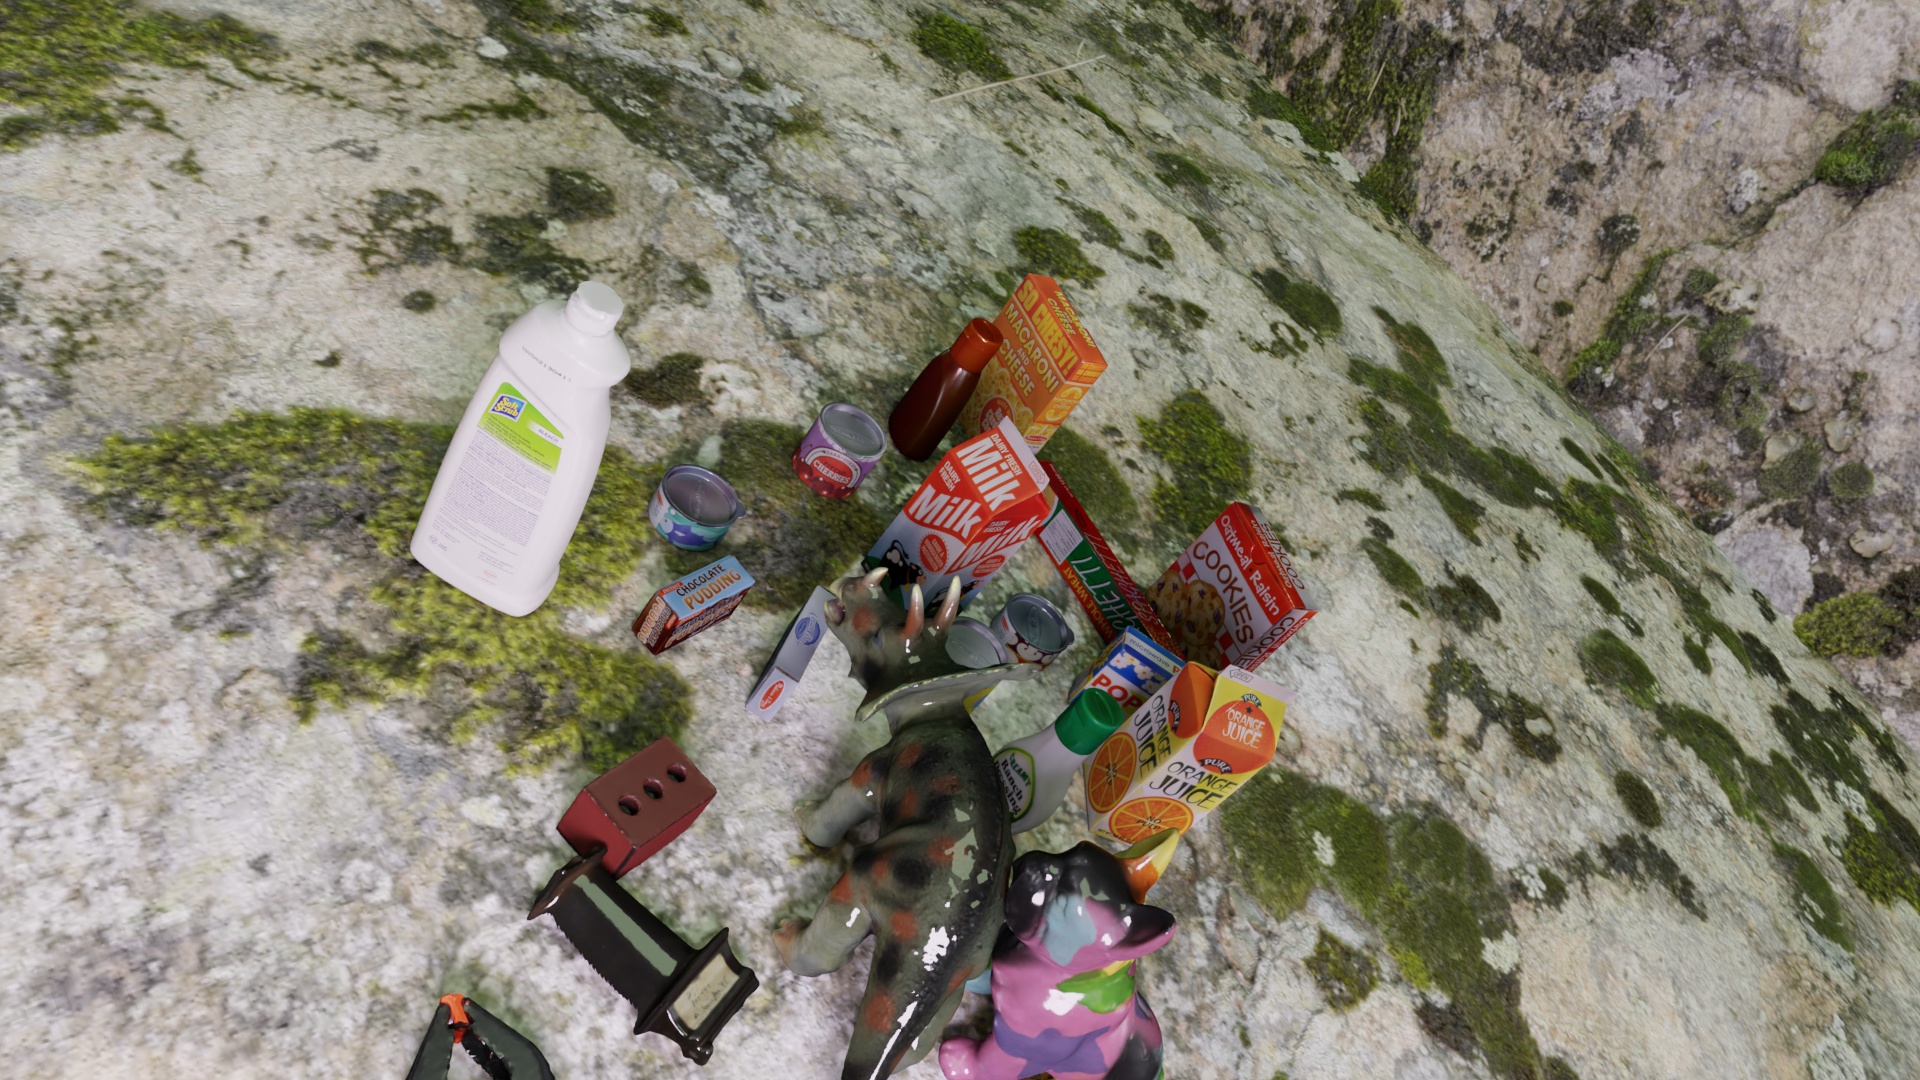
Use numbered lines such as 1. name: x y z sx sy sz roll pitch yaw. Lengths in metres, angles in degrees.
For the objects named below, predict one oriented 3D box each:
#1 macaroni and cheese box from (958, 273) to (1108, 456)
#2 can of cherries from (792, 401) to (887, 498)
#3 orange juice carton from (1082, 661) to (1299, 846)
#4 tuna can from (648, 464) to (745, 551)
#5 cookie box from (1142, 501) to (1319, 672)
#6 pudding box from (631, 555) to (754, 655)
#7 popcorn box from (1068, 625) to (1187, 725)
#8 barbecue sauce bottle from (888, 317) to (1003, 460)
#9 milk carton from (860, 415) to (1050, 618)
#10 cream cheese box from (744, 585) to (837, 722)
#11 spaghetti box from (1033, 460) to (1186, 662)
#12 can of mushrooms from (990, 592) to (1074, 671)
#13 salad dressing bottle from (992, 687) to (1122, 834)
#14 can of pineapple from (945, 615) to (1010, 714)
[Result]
1. macaroni and cheese box: 0.062 -0.161 1.377 0.040 0.165 0.124 2 50 -41
2. can of cherries: -0.108 -0.078 1.228 0.071 0.058 0.072 24 38 -20
3. orange juice carton: 0.182 0.165 1.106 0.072 0.191 0.073 24 38 -21
4. tuna can: -0.209 -0.025 1.103 0.071 0.032 0.071 24 38 -20
5. cookie box: 0.239 0.065 1.287 0.040 0.166 0.123 7 47 -37
6. pudding box: -0.196 0.047 1.022 0.030 0.049 0.084 47 36 10
7. popcorn box: 0.170 0.141 1.213 0.126 0.084 0.038 34 36 -8
8. barbecue sauce bottle: -0.014 -0.145 1.307 0.044 0.147 0.065 12 43 -33
9. milk carton: 0.004 -0.014 1.145 0.073 0.189 0.072 -5 55 -45
10. cream cheese box: -0.125 0.084 1.042 0.024 0.053 0.104 34 36 -8
11. spaghetti box: 0.127 0.033 1.324 0.029 0.050 0.251 -6 55 -45
12. can of mushrooms: 0.063 0.082 1.227 0.071 0.033 0.071 24 38 -20
13. salad dressing bottle: 0.065 0.165 1.040 0.044 0.147 0.064 3 49 -40
14. can of pineapple: -0.003 0.105 1.123 0.071 0.057 0.071 24 38 -20
